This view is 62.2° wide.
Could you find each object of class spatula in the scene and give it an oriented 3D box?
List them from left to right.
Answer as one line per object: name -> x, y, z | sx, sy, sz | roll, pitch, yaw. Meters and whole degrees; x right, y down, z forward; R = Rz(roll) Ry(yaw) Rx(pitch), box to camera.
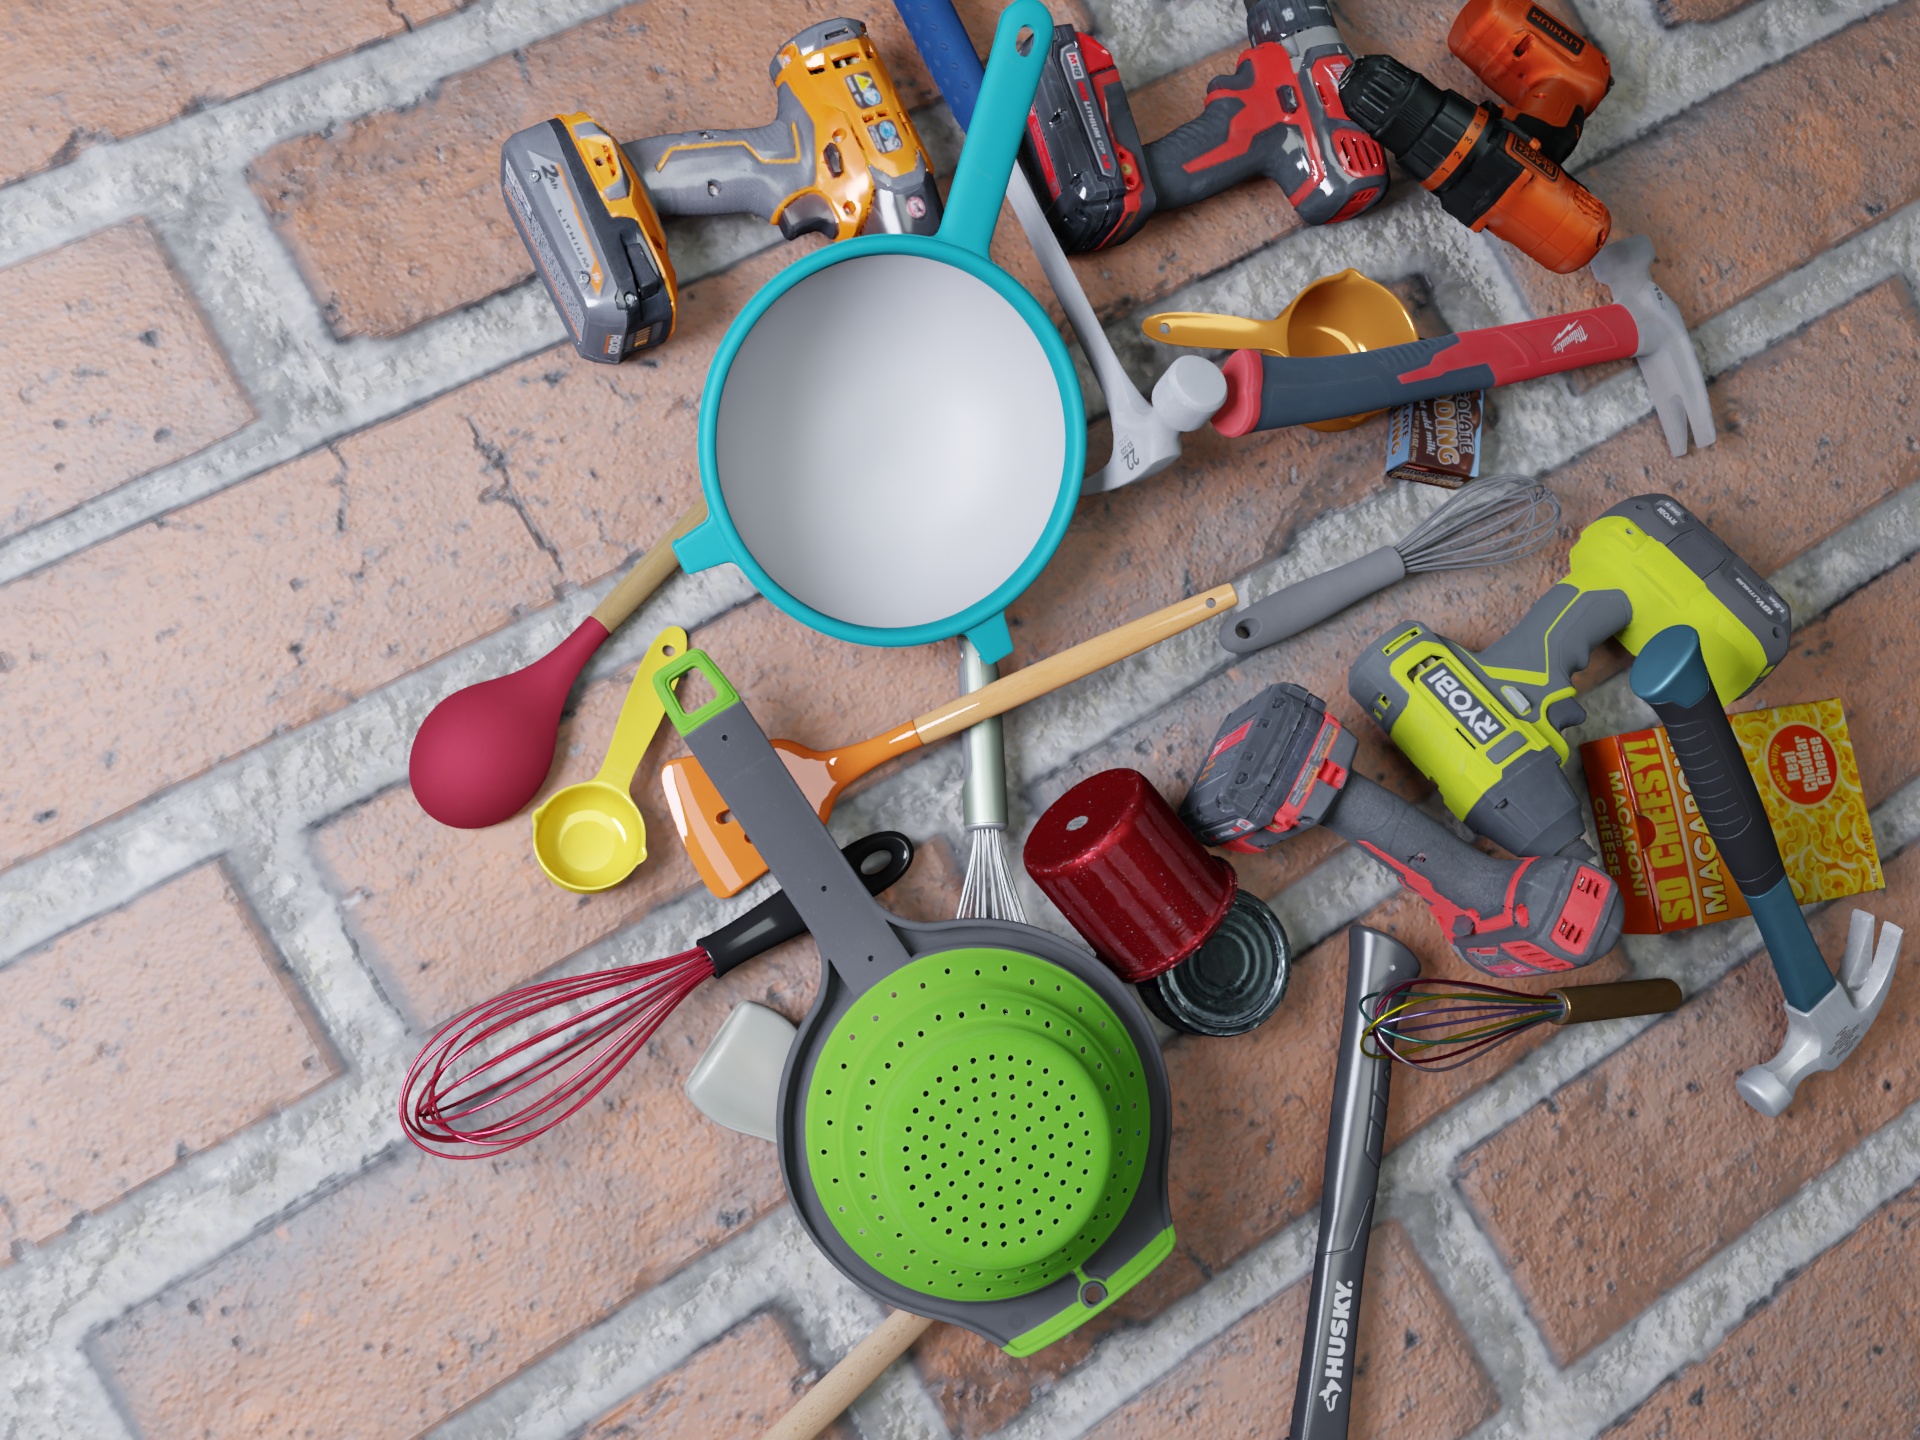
spatula -> -0.025, 0.314, 0.842 | 0.317, 0.044, 0.082 | -41, 93, -11
spatula -> -0.001, -0.003, 0.854 | 0.322, 0.041, 0.081 | -24, 88, 6

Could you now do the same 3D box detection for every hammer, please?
hammer -> 0.022, -0.314, 0.908 | 0.035, 0.144, 0.406 | -19, 77, -27
hammer -> 0.211, 0.283, 0.895 | 0.146, 0.035, 0.335 | 12, 79, -12
hammer -> 0.304, -0.197, 0.935 | 0.386, 0.038, 0.143 | -17, 87, -31
hammer -> 0.454, 0.082, 0.910 | 0.128, 0.033, 0.330 | -39, 117, -8

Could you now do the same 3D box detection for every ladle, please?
ladle -> -0.176, -0.069, 0.860 | 0.069, 0.031, 0.315 | 42, 73, -5

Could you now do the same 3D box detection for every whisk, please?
whisk -> -0.148, 0.133, 0.822 | 0.296, 0.073, 0.073 | -28, 89, -22
whisk -> 0.014, 0.067, 0.875 | 0.059, 0.057, 0.246 | -2, 78, -5
whisk -> 0.261, -0.092, 0.959 | 0.239, 0.055, 0.055 | -24, 88, -11
whisk -> 0.325, 0.169, 0.919 | 0.245, 0.051, 0.047 | 0, 103, -28

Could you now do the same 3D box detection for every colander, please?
colander -> -0.033, 0.132, 0.774 | 0.204, 0.094, 0.397 | -34, 90, -7

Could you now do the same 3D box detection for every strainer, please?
strainer -> -0.026, -0.211, 0.855 | 0.211, 0.095, 0.340 | 16, 94, -23

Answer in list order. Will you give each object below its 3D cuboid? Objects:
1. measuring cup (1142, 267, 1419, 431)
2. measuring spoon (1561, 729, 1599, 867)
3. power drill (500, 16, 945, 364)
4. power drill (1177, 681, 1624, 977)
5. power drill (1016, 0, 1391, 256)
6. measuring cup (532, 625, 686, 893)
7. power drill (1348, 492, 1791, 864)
measuring cup -> 0.185, -0.221, 0.955 | 0.173, 0.052, 0.095 | 2, 81, -11
measuring spoon -> 0.373, 0.049, 0.975 | 0.034, 0.018, 0.124 | -17, 87, -15
power drill -> -0.117, -0.279, 0.878 | 0.226, 0.084, 0.164 | -26, 89, -19
power drill -> 0.239, 0.072, 0.885 | 0.219, 0.143, 0.078 | 29, 76, -1
power drill -> 0.139, -0.381, 0.956 | 0.226, 0.080, 0.188 | -15, 86, -18
measuring cup -> -0.180, 0.020, 0.851 | 0.062, 0.029, 0.157 | 22, 66, -8
power drill -> 0.366, -0.022, 0.936 | 0.223, 0.080, 0.171 | -32, 68, -15
